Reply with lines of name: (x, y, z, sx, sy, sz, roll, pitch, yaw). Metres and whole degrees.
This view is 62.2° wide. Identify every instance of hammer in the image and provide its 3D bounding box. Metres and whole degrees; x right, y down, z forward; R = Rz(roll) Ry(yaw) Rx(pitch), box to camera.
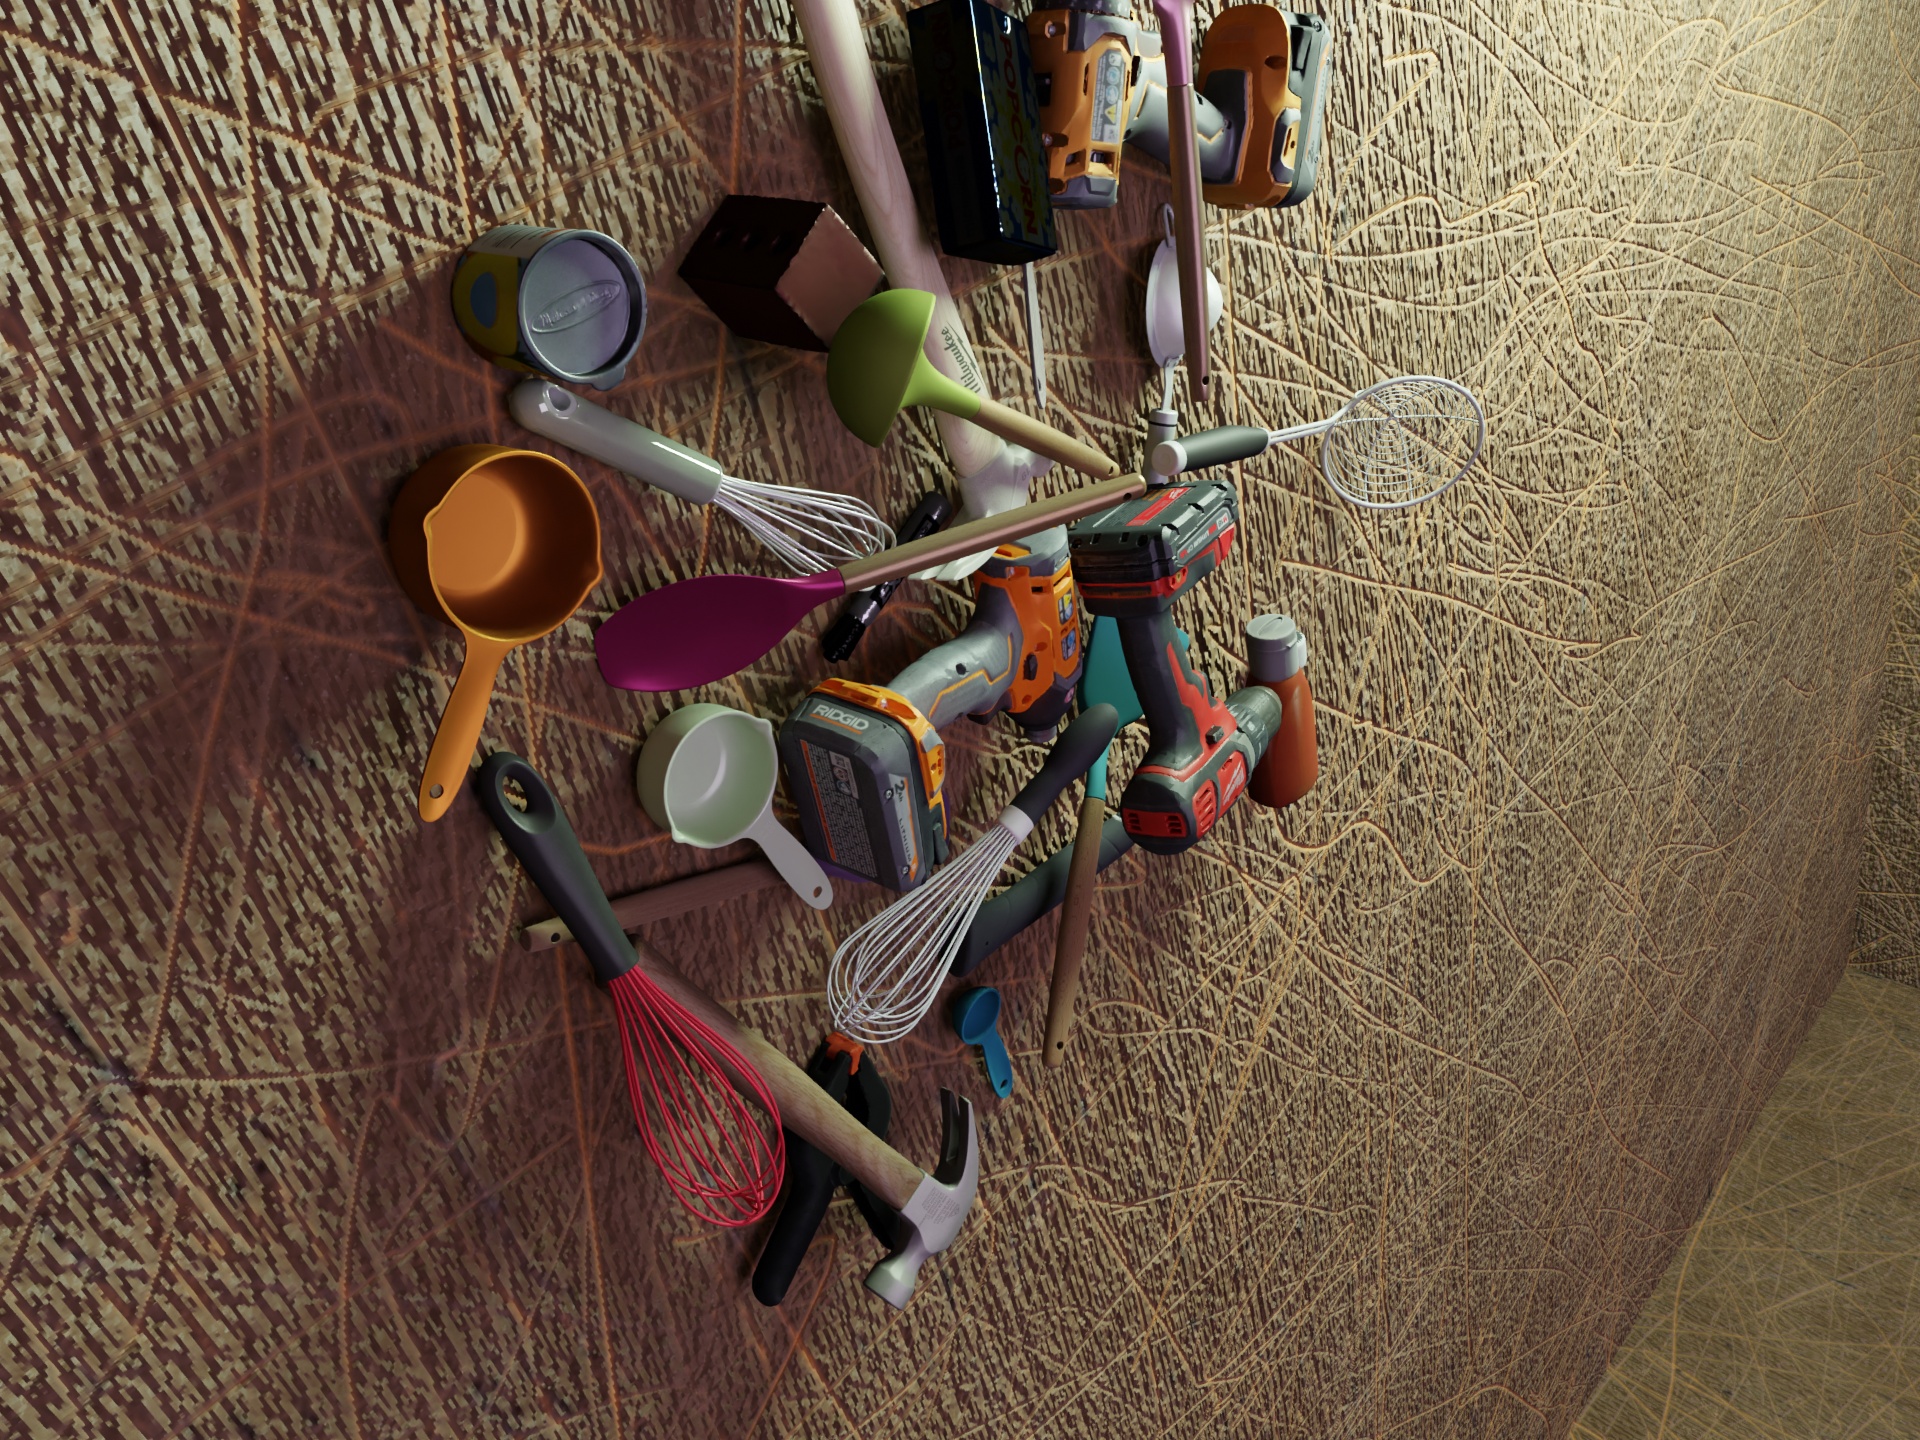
hammer: (-0.042, -0.270, 0.836, 0.146, 0.038, 0.410, -56, 137, -40)
hammer: (-0.095, 0.227, 0.949, 0.130, 0.031, 0.331, -54, 127, -18)
hammer: (0.134, 0.075, 1.182, 0.409, 0.036, 0.149, -31, 126, -36)

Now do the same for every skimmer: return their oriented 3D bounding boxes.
skimmer: (0.265, -0.190, 1.159, 0.363, 0.090, 0.127, -20, 155, -48)

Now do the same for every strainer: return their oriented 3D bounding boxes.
strainer: (0.141, -0.213, 1.079, 0.087, 0.050, 0.258, -25, 126, -57)

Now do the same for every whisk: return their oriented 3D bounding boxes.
whisk: (0.014, 0.091, 1.024, 0.285, 0.070, 0.070, -48, 134, -21)
whisk: (-0.167, 0.143, 0.820, 0.073, 0.073, 0.295, -38, 112, -32)
whisk: (-0.125, -0.119, 0.819, 0.246, 0.059, 0.058, 21, 52, -46)

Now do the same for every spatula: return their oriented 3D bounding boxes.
spatula: (-0.115, 0.086, 0.924, 0.316, 0.018, 0.059, -13, 108, -46)
spatula: (0.093, 0.078, 1.087, 0.082, 0.044, 0.318, 20, 71, -29)

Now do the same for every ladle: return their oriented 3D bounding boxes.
ladle: (0.027, -0.163, 0.874, 0.320, 0.062, 0.078, 7, 107, -60)

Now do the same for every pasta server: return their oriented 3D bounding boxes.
pasta server: (0.132, -0.337, 0.915, 0.060, 0.040, 0.316, -18, 118, -19)

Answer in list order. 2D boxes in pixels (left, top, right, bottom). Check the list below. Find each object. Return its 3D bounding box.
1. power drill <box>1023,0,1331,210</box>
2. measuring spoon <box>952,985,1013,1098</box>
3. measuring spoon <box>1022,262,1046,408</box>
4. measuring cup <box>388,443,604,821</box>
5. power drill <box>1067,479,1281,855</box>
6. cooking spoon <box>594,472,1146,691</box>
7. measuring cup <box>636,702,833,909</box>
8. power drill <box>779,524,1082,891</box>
power drill: (0.127, -0.402, 0.963, 0.226, 0.084, 0.185, -11, 112, -40)
measuring spoon: (0.016, 0.229, 1.128, 0.042, 0.021, 0.128, -47, 143, -27)
measuring spoon: (0.035, -0.243, 0.936, 0.034, 0.018, 0.124, 7, 75, -70)
measuring cup: (-0.228, -0.043, 0.726, 0.095, 0.052, 0.173, 15, 95, -49)
power drill: (0.156, -0.045, 1.071, 0.188, 0.080, 0.226, -39, 122, -47)
cooking spoon: (-0.041, -0.082, 0.856, 0.319, 0.017, 0.068, -19, 133, -16)
measuring cup: (-0.121, 0.055, 0.890, 0.083, 0.038, 0.167, -53, 137, -20)
power drill: (-0.002, -0.003, 0.958, 0.226, 0.084, 0.164, -47, 142, -35)
